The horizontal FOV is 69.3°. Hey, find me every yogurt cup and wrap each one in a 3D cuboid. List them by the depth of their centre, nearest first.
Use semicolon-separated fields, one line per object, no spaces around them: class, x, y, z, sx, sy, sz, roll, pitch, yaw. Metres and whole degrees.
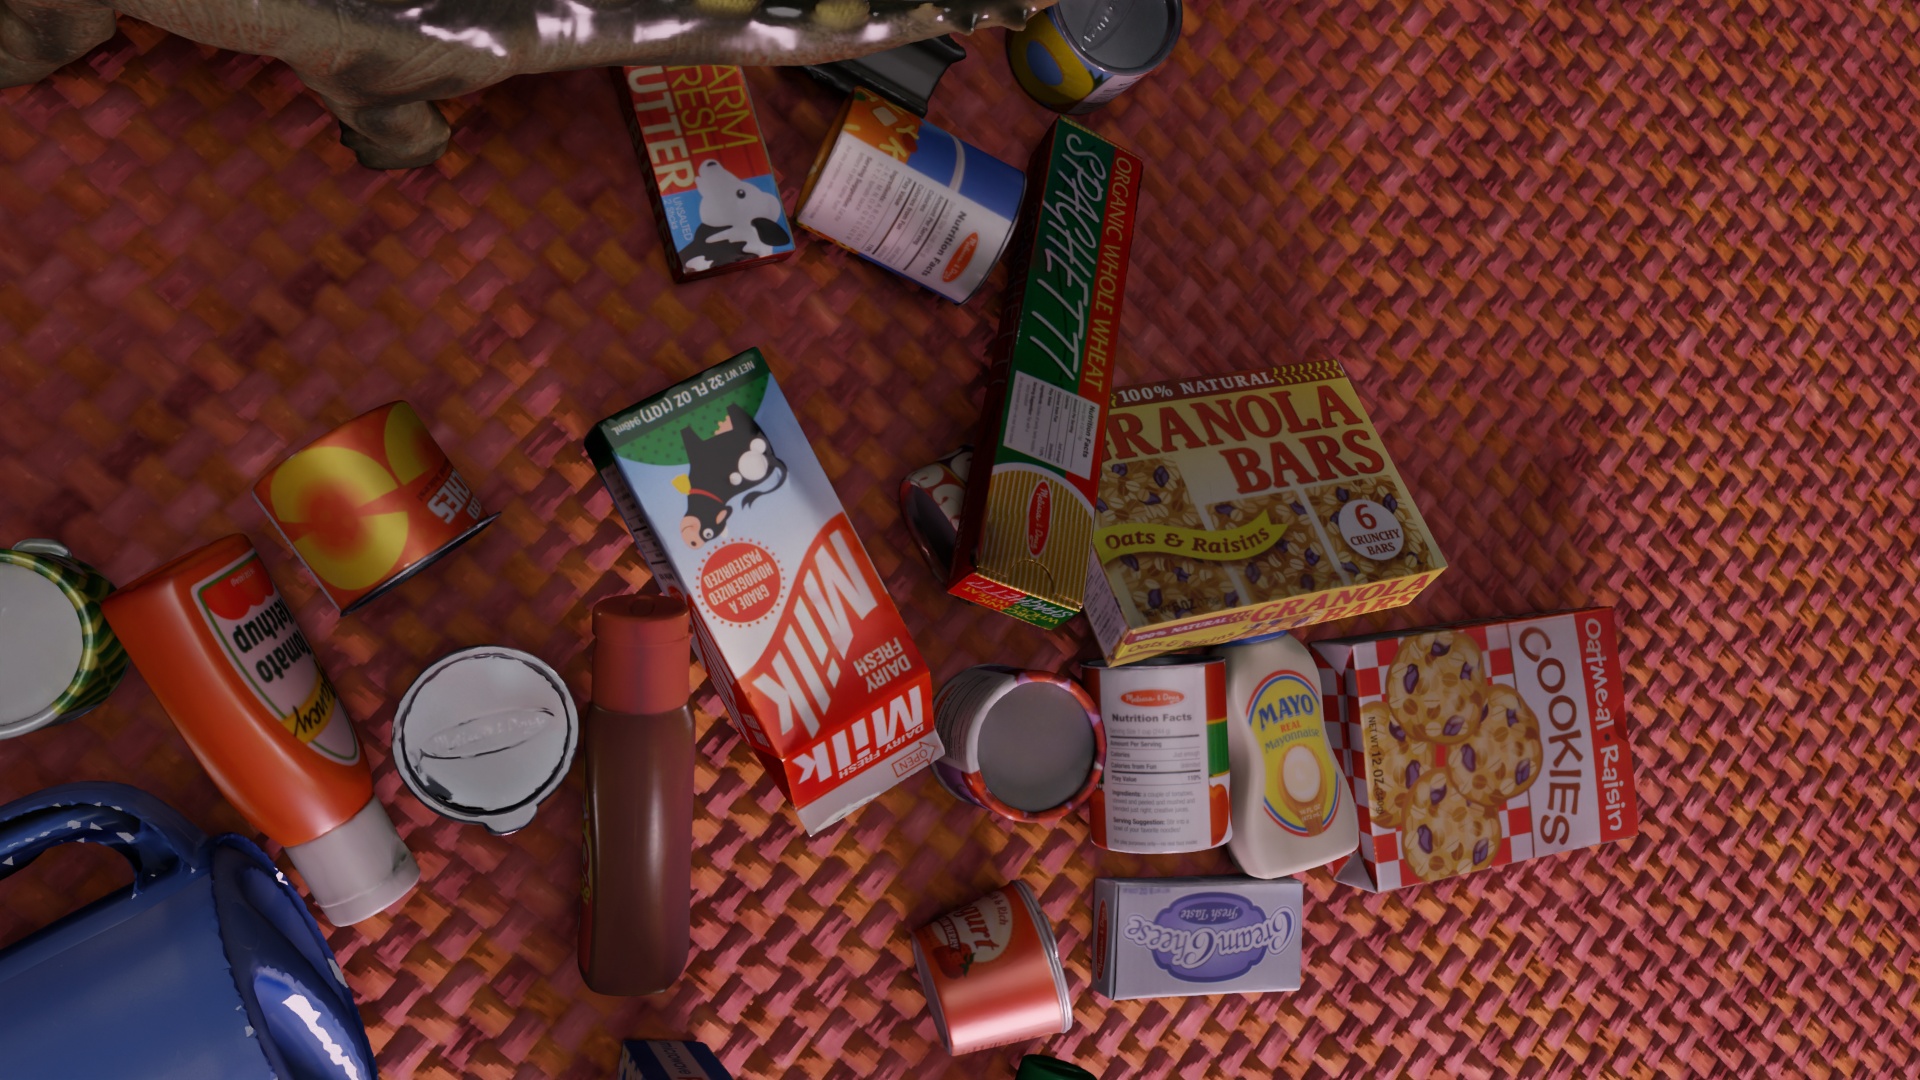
yogurt cup;0.012;0.189;0.607;0.054;0.072;0.072;-16;93;-12

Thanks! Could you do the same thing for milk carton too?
milk carton;-0.077;0.024;0.577;0.072;0.073;0.190;-29;97;-19

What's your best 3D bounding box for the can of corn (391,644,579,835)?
can of corn;-0.185;0.076;0.542;0.071;0.058;0.071;1;87;-20

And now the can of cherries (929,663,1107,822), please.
can of cherries;0.026;0.090;0.619;0.071;0.058;0.071;1;86;-20

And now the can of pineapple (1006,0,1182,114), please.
can of pineapple;0.061;-0.242;0.652;0.071;0.058;0.071;1;86;-20

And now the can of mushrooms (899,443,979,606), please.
can of mushrooms;0.002;-0.008;0.614;0.033;0.071;0.071;-30;97;-18

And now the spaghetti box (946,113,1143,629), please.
spaghetti box;0.041;-0.081;0.605;0.050;0.028;0.251;22;58;-18

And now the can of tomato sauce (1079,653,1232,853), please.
can of tomato sauce;0.091;0.096;0.640;0.071;0.071;0.083;-2;88;-20

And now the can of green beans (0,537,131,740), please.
can of green beans;-0.335;0.036;0.490;0.071;0.057;0.071;1;87;-20

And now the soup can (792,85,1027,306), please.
soup can;-0.023;-0.153;0.614;0.084;0.071;0.071;24;79;-17

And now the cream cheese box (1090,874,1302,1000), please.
cream cheese box;0.114;0.188;0.664;0.104;0.024;0.053;4;86;-20

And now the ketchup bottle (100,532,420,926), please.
ketchup bottle;-0.255;0.073;0.518;0.043;0.065;0.148;-23;105;5

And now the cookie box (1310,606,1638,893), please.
cookie box;0.268;0.104;0.717;0.168;0.040;0.123;-5;89;-20

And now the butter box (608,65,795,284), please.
butter box;-0.112;-0.167;0.602;0.053;0.024;0.103;-18;93;-21

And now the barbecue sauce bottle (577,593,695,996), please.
barbecue sauce bottle;-0.126;0.097;0.542;0.044;0.065;0.148;2;102;-11

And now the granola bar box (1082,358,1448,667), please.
granola bar box;0.124;-0.017;0.646;0.166;0.038;0.124;-9;62;-20

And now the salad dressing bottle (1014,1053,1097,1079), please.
salad dressing bottle;0.025;0.307;0.614;0.064;0.044;0.148;18;81;-17

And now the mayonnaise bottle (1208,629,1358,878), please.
mayonnaise bottle;0.148;0.084;0.673;0.065;0.041;0.148;-12;91;-20

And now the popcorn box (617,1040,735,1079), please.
popcorn box;-0.106;0.250;0.525;0.038;0.126;0.085;12;84;-23

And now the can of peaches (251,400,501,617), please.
can of peaches;-0.221;-0.014;0.530;0.071;0.071;0.058;-36;99;-18
